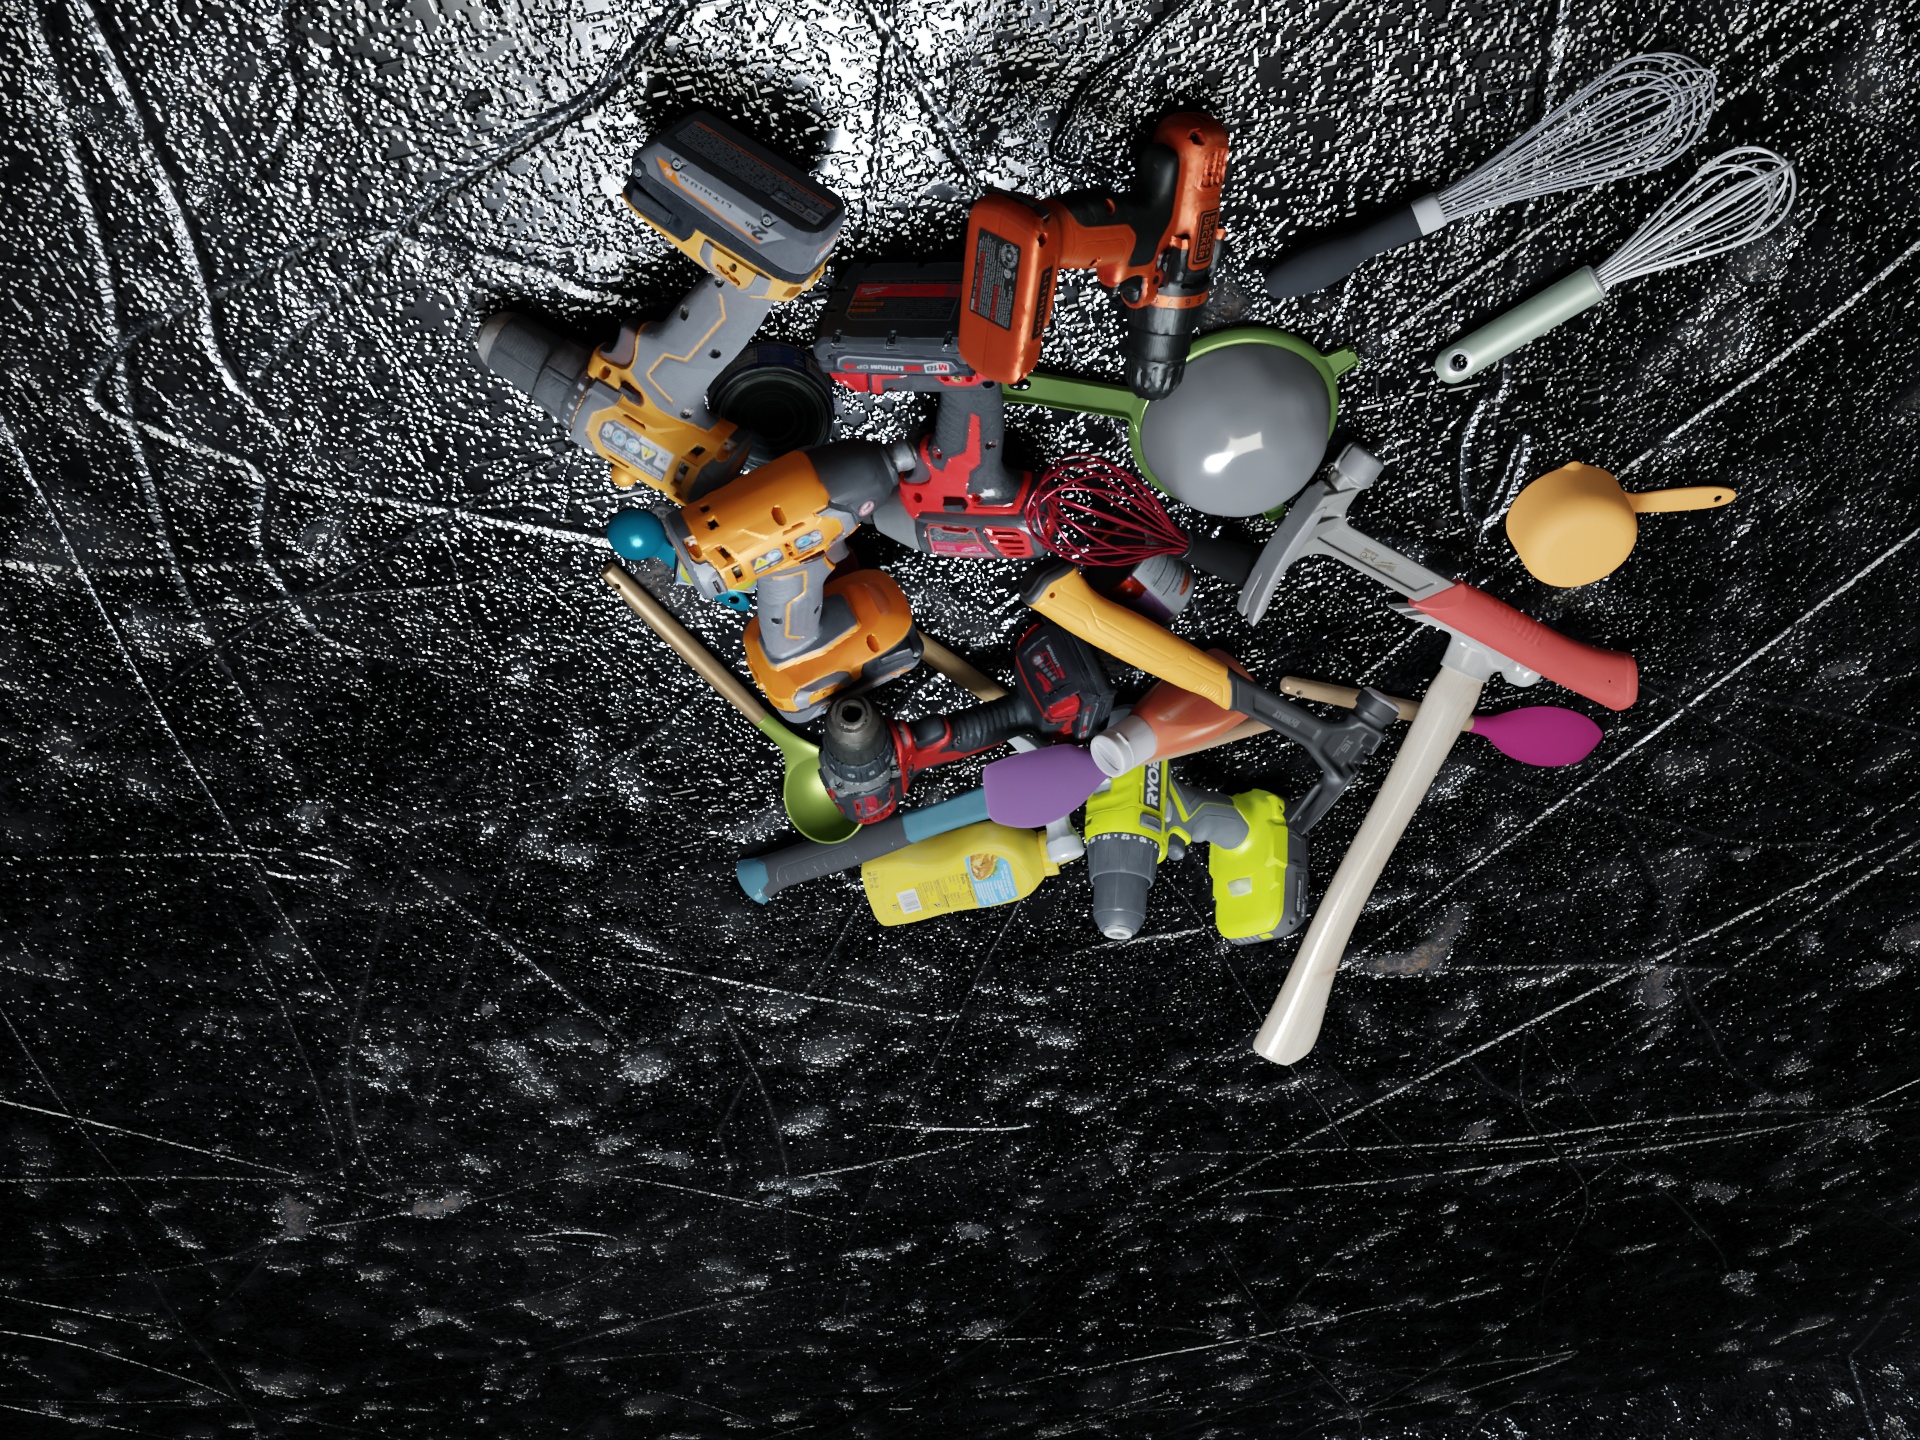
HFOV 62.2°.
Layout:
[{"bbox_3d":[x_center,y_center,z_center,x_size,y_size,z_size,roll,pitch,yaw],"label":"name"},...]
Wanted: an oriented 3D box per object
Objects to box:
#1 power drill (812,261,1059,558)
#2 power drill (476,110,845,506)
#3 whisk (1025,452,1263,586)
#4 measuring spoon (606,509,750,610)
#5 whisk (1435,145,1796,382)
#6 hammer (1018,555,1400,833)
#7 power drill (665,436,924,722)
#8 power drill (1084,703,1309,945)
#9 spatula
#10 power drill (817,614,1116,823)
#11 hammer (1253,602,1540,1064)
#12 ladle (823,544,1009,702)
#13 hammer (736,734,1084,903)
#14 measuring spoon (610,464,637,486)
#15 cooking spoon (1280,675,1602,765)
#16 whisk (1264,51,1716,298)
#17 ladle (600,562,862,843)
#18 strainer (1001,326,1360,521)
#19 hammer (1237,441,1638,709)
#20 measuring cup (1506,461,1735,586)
[{"bbox_3d":[-0.019,-0.195,1.069,0.143,0.079,0.219,5,145,18],"label":"power drill"},{"bbox_3d":[-0.190,-0.256,0.980,0.185,0.084,0.226,31,128,-5],"label":"power drill"},{"bbox_3d":[0.144,-0.129,1.121,0.073,0.073,0.295,-39,151,29],"label":"whisk"},{"bbox_3d":[-0.207,-0.111,1.180,0.042,0.021,0.128,-36,127,28],"label":"measuring spoon"},{"bbox_3d":[0.427,-0.295,1.052,0.246,0.059,0.058,-29,95,27],"label":"whisk"},{"bbox_3d":[0.178,-0.027,1.191,0.336,0.034,0.127,26,106,-28],"label":"hammer"},{"bbox_3d":[-0.091,-0.100,1.078,0.164,0.084,0.226,-27,153,-5],"label":"power drill"},{"bbox_3d":[0.193,0.111,1.342,0.228,0.191,0.080,25,150,-35],"label":"power drill"},{"bbox_3d":[0.151,0.029,1.275,0.316,0.018,0.059,-14,99,-30],"label":"spatula"},{"bbox_3d":[-0.002,-0.004,1.197,0.226,0.080,0.187,-22,161,-8],"label":"power drill"},{"bbox_3d":[0.337,0.102,1.327,0.146,0.038,0.410,18,103,-23],"label":"hammer"},{"bbox_3d":[-0.034,-0.062,1.250,0.069,0.031,0.315,-39,129,22],"label":"ladle"},{"bbox_3d":[-0.055,0.097,1.363,0.331,0.128,0.033,-20,166,26],"label":"hammer"},{"bbox_3d":[-0.195,-0.191,1.106,0.117,0.011,0.021,-25,133,17],"label":"measuring spoon"},{"bbox_3d":[0.416,-0.002,1.369,0.318,0.017,0.068,11,133,-18],"label":"cooking spoon"},{"bbox_3d":[0.325,-0.331,0.995,0.284,0.070,0.070,-21,134,22],"label":"whisk"},{"bbox_3d":[-0.178,-0.010,1.267,0.078,0.062,0.319,-23,131,23],"label":"ladle"},{"bbox_3d":[0.145,-0.199,1.096,0.256,0.069,0.151,6,135,-15],"label":"strainer"},{"bbox_3d":[0.387,-0.077,1.229,0.358,0.037,0.149,23,111,-25],"label":"hammer"},{"bbox_3d":[0.507,-0.148,1.203,0.173,0.052,0.095,-6,136,2],"label":"measuring cup"}]
